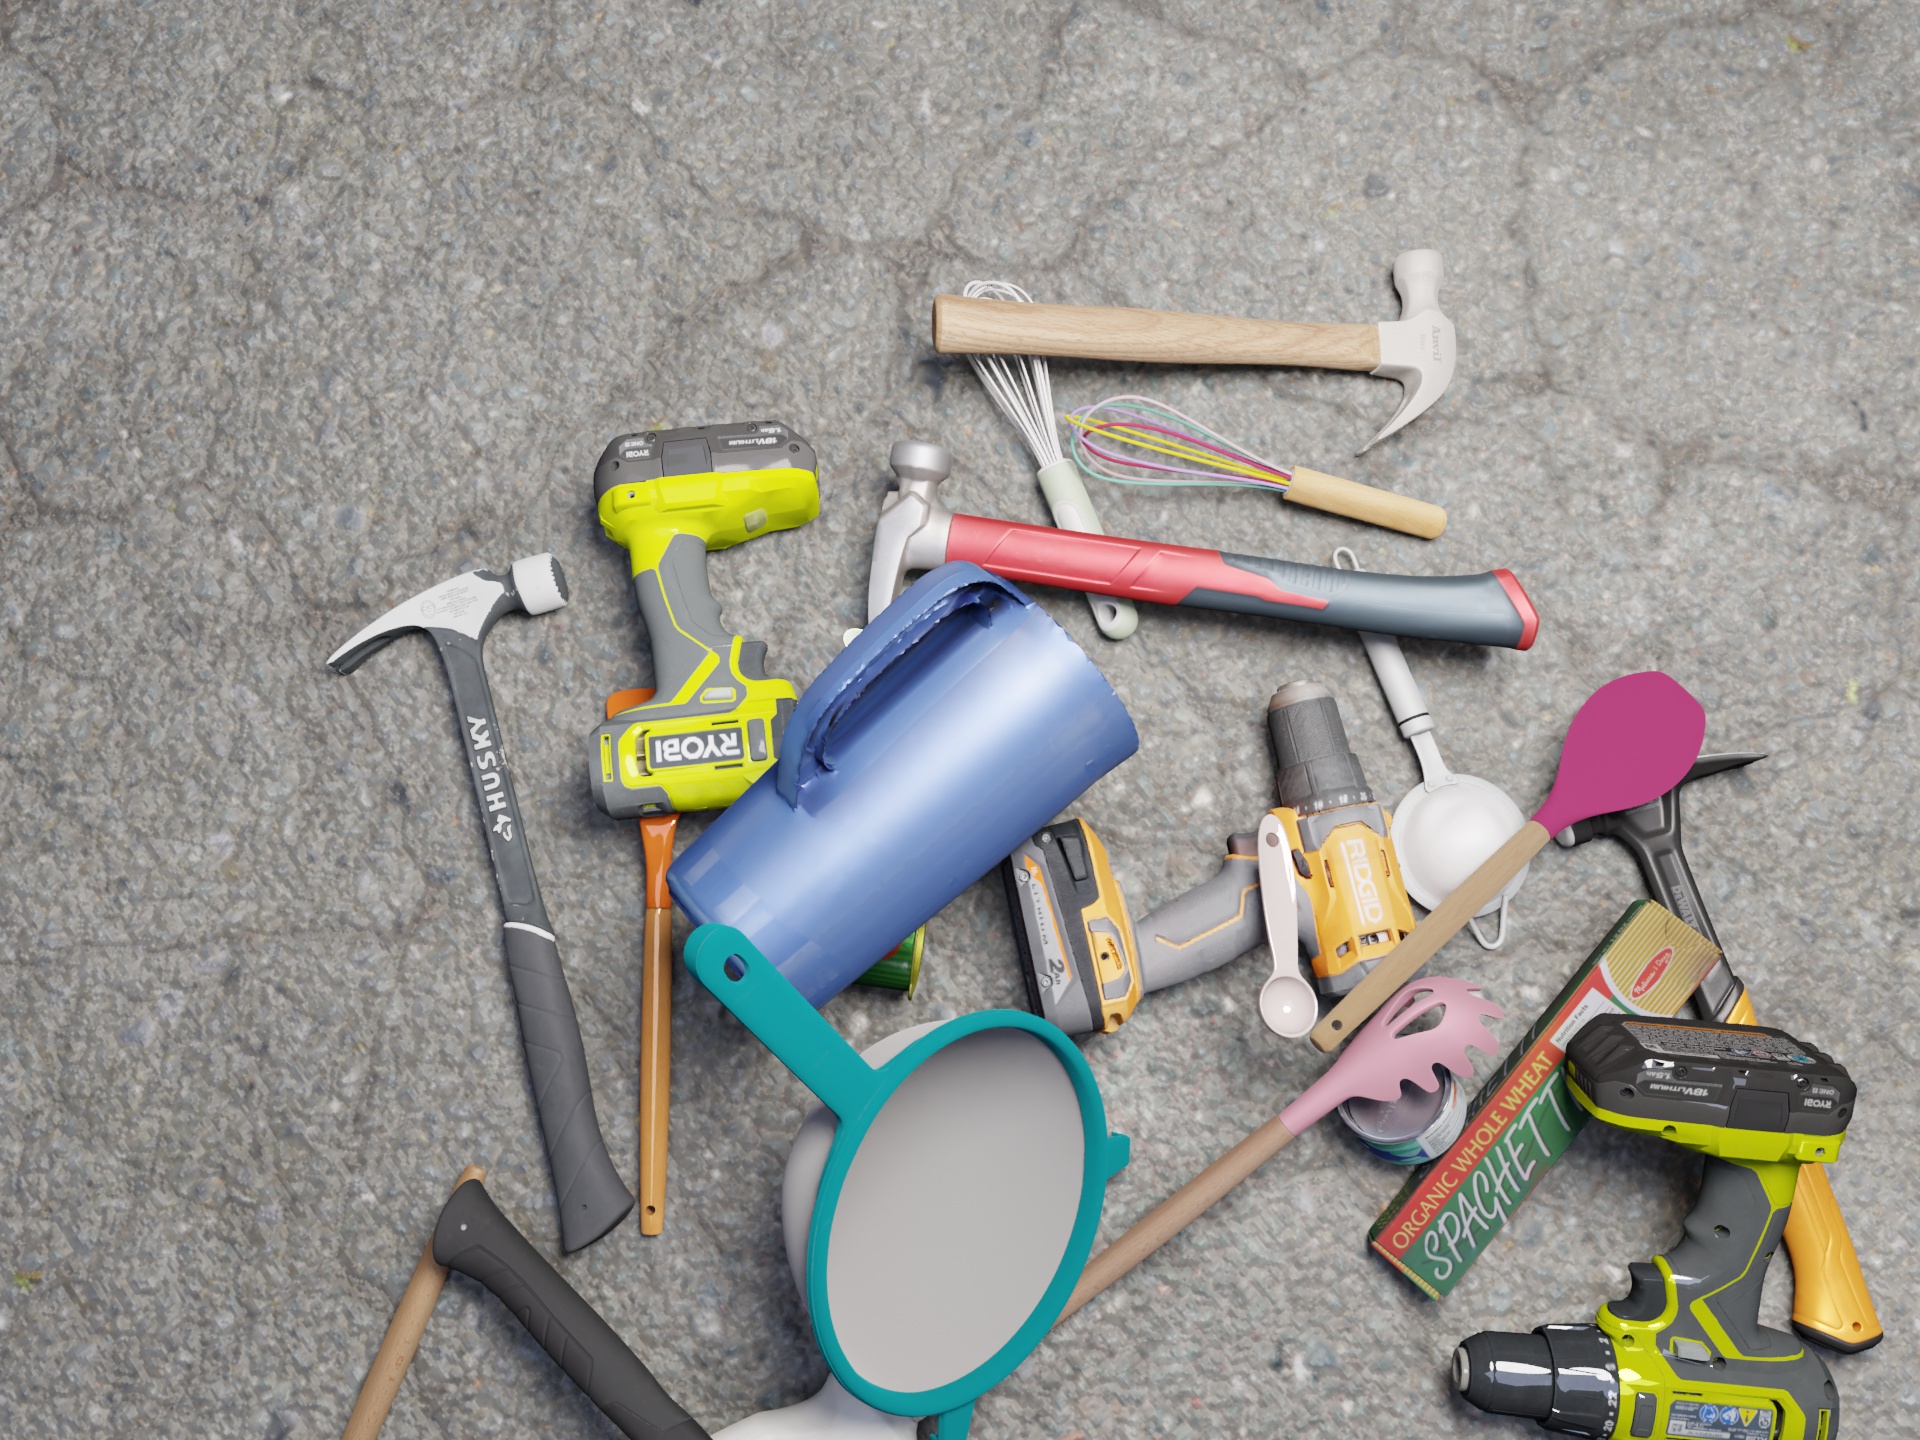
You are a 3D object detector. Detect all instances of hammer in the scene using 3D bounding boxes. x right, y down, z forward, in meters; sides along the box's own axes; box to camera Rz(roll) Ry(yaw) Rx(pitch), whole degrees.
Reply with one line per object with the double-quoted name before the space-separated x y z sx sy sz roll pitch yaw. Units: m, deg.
"hammer" -0.159 0.364 0.841 0.335 0.035 0.146 38 73 20
"hammer" -0.267 0.108 0.946 0.149 0.036 0.409 -16 78 -1
"hammer" 0.138 -0.069 0.938 0.386 0.038 0.143 9 92 8
"hammer" 0.453 0.185 0.909 0.127 0.034 0.337 -16 78 -1
"hammer" 0.147 -0.233 0.979 0.331 0.031 0.130 0 79 -10

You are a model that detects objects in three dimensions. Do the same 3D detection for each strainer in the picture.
"strainer" 0.275 0.011 0.950 0.087 0.050 0.259 -17 75 -8
"strainer" -0.054 0.206 0.817 0.095 0.340 0.211 8 53 47

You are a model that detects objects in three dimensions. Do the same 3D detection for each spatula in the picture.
"spatula" -0.177 0.136 0.945 0.081 0.041 0.323 0 82 0
"spatula" -0.337 0.401 0.881 0.082 0.044 0.317 19 78 9

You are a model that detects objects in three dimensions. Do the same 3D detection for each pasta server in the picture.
"pasta server" 0.164 0.245 0.884 0.316 0.040 0.060 -41 38 6

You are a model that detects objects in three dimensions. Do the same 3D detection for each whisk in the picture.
"whisk" 0.056 -0.164 0.990 0.058 0.059 0.246 -27 81 35
"whisk" 0.180 -0.150 0.973 0.245 0.047 0.051 15 79 -5

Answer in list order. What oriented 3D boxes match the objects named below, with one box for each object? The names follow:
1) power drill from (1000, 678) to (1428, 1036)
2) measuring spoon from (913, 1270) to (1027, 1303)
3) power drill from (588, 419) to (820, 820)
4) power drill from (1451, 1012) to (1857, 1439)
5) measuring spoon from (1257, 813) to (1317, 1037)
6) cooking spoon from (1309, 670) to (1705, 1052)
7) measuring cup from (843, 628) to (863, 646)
"power drill" 0.140 0.081 0.919 0.226 0.084 0.185 -11 78 -5
"measuring spoon" -0.019 0.324 0.904 0.117 0.011 0.021 1 78 2
"power drill" -0.135 -0.058 0.945 0.171 0.080 0.223 -6 73 -4
"power drill" 0.369 0.279 0.843 0.190 0.080 0.228 5 98 3
"measuring spoon" 0.173 0.113 0.872 0.034 0.018 0.124 5 69 -16
"cooking spoon" 0.310 0.078 0.898 0.319 0.017 0.069 -39 76 -17
"measuring cup" -0.001 -0.003 0.939 0.167 0.038 0.083 34 80 -9
